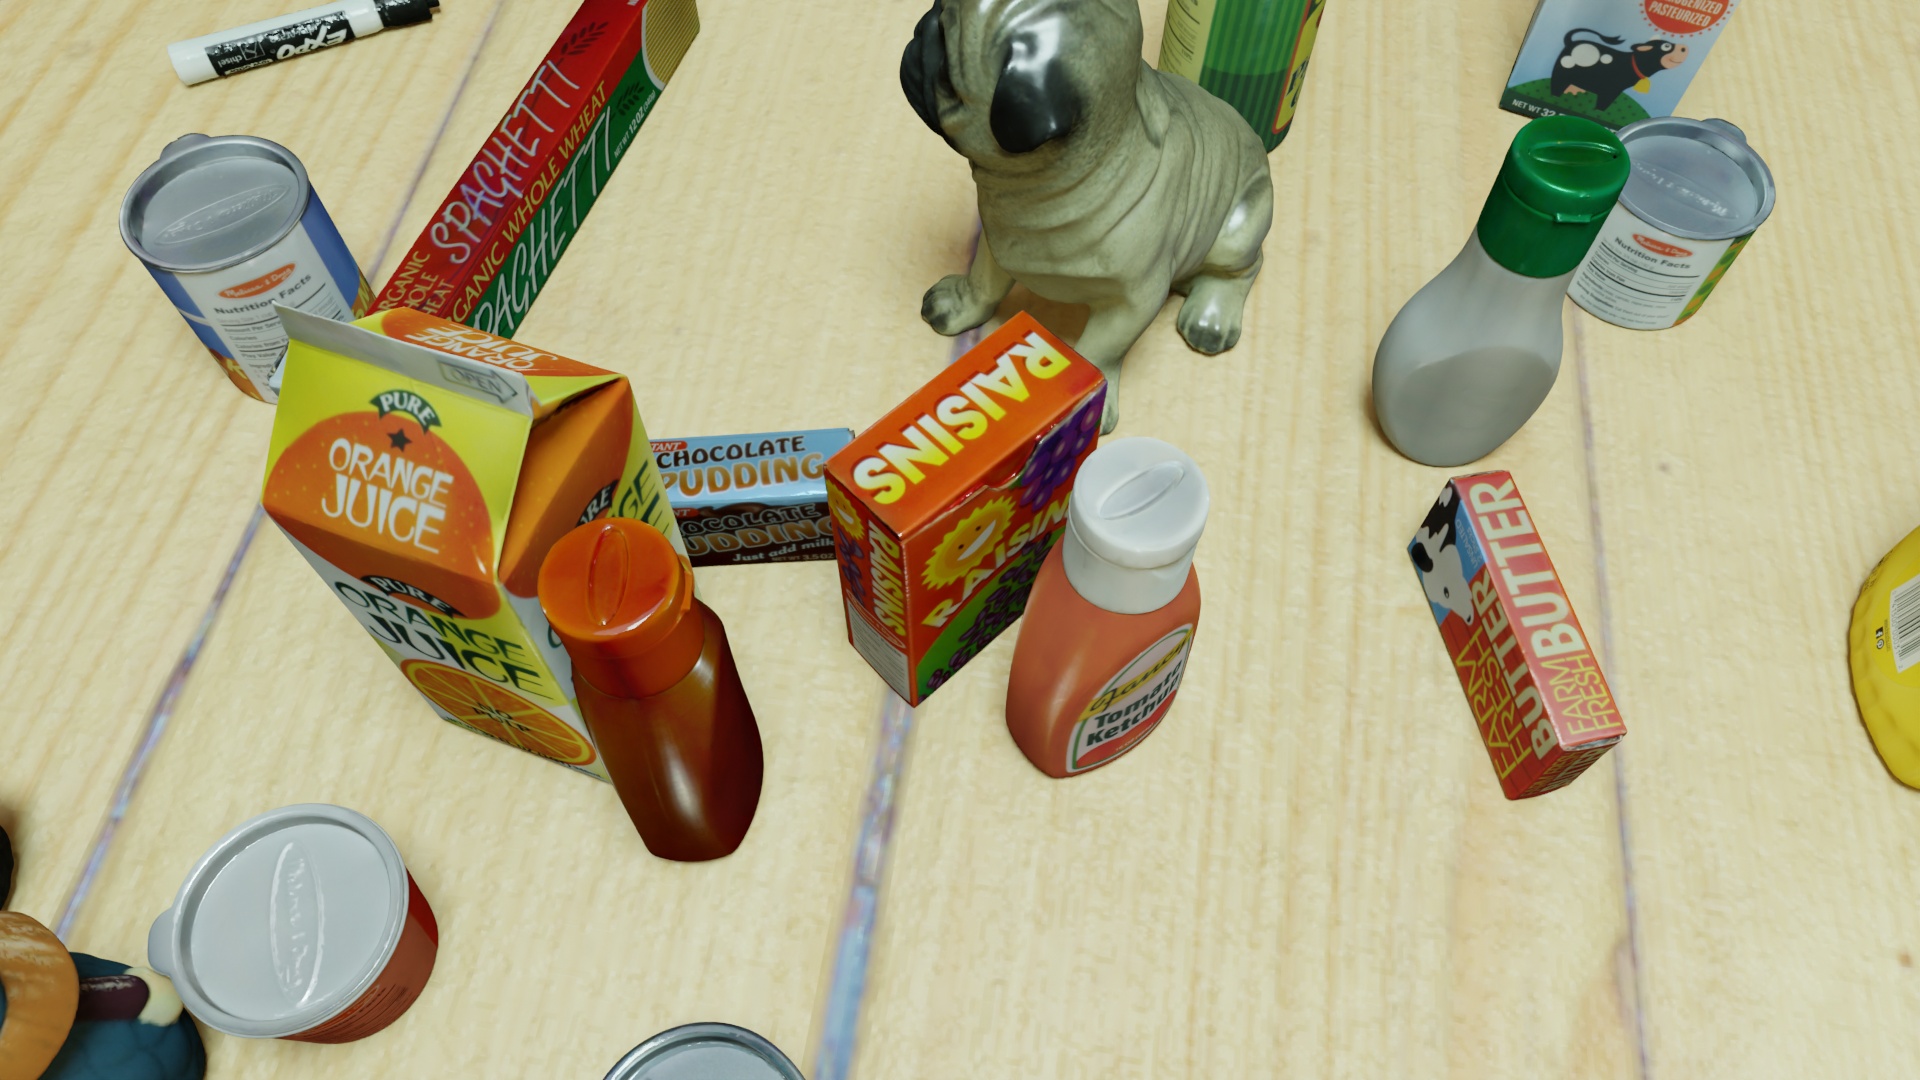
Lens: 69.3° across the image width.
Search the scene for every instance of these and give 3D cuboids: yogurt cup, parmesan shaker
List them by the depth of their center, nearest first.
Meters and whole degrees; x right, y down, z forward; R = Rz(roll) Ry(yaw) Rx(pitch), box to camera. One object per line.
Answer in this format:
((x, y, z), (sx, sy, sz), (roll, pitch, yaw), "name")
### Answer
((-0.195, 0.121, 0.424), (0.072, 0.053, 0.073), (0, 60, 0), "yogurt cup")
((0.121, -0.225, 0.599), (0.071, 0.102, 0.071), (0, 60, 0), "parmesan shaker")

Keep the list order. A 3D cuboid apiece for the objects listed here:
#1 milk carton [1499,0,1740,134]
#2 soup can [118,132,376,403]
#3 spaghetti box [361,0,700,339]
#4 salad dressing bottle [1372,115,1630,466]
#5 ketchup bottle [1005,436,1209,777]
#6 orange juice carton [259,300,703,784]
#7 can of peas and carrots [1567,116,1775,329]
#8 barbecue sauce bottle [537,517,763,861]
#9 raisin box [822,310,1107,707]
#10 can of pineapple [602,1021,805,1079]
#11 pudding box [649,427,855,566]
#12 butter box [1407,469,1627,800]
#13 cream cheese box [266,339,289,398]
((0.297, -0.261, 0.572), (0.072, 0.189, 0.074), (22, 62, 12), "milk carton")
((-0.270, -0.104, 0.536), (0.071, 0.083, 0.071), (0, 60, 0), "soup can")
((-0.175, -0.160, 0.589), (0.029, 0.050, 0.251), (16, 61, 8), "spaghetti box")
((0.189, -0.083, 0.492), (0.064, 0.147, 0.044), (2, 60, 1), "salad dressing bottle")
((0.046, 0.023, 0.428), (0.065, 0.148, 0.043), (-32, 65, -17), "ketchup bottle")
((-0.136, -0.001, 0.415), (0.072, 0.191, 0.073), (18, 62, 10), "orange juice carton")
((0.288, -0.131, 0.572), (0.071, 0.058, 0.071), (0, 60, 0), "can of peas and carrots")
((-0.089, 0.045, 0.414), (0.044, 0.147, 0.065), (-1, 60, -1), "barbecue sauce bottle")
((0.002, -0.006, 0.459), (0.086, 0.122, 0.040), (-39, 67, -20), "raisin box")
((-0.071, 0.176, 0.391), (0.071, 0.057, 0.071), (0, 60, 0), "can of pineapple")
((-0.078, -0.015, 0.506), (0.084, 0.049, 0.030), (-3, 60, -2), "pudding box")
((0.189, 0.032, 0.479), (0.024, 0.053, 0.104), (-9, 60, -5), "butter box")
((-0.197, -0.045, 0.520), (0.104, 0.053, 0.024), (9, 61, 5), "cream cheese box")
